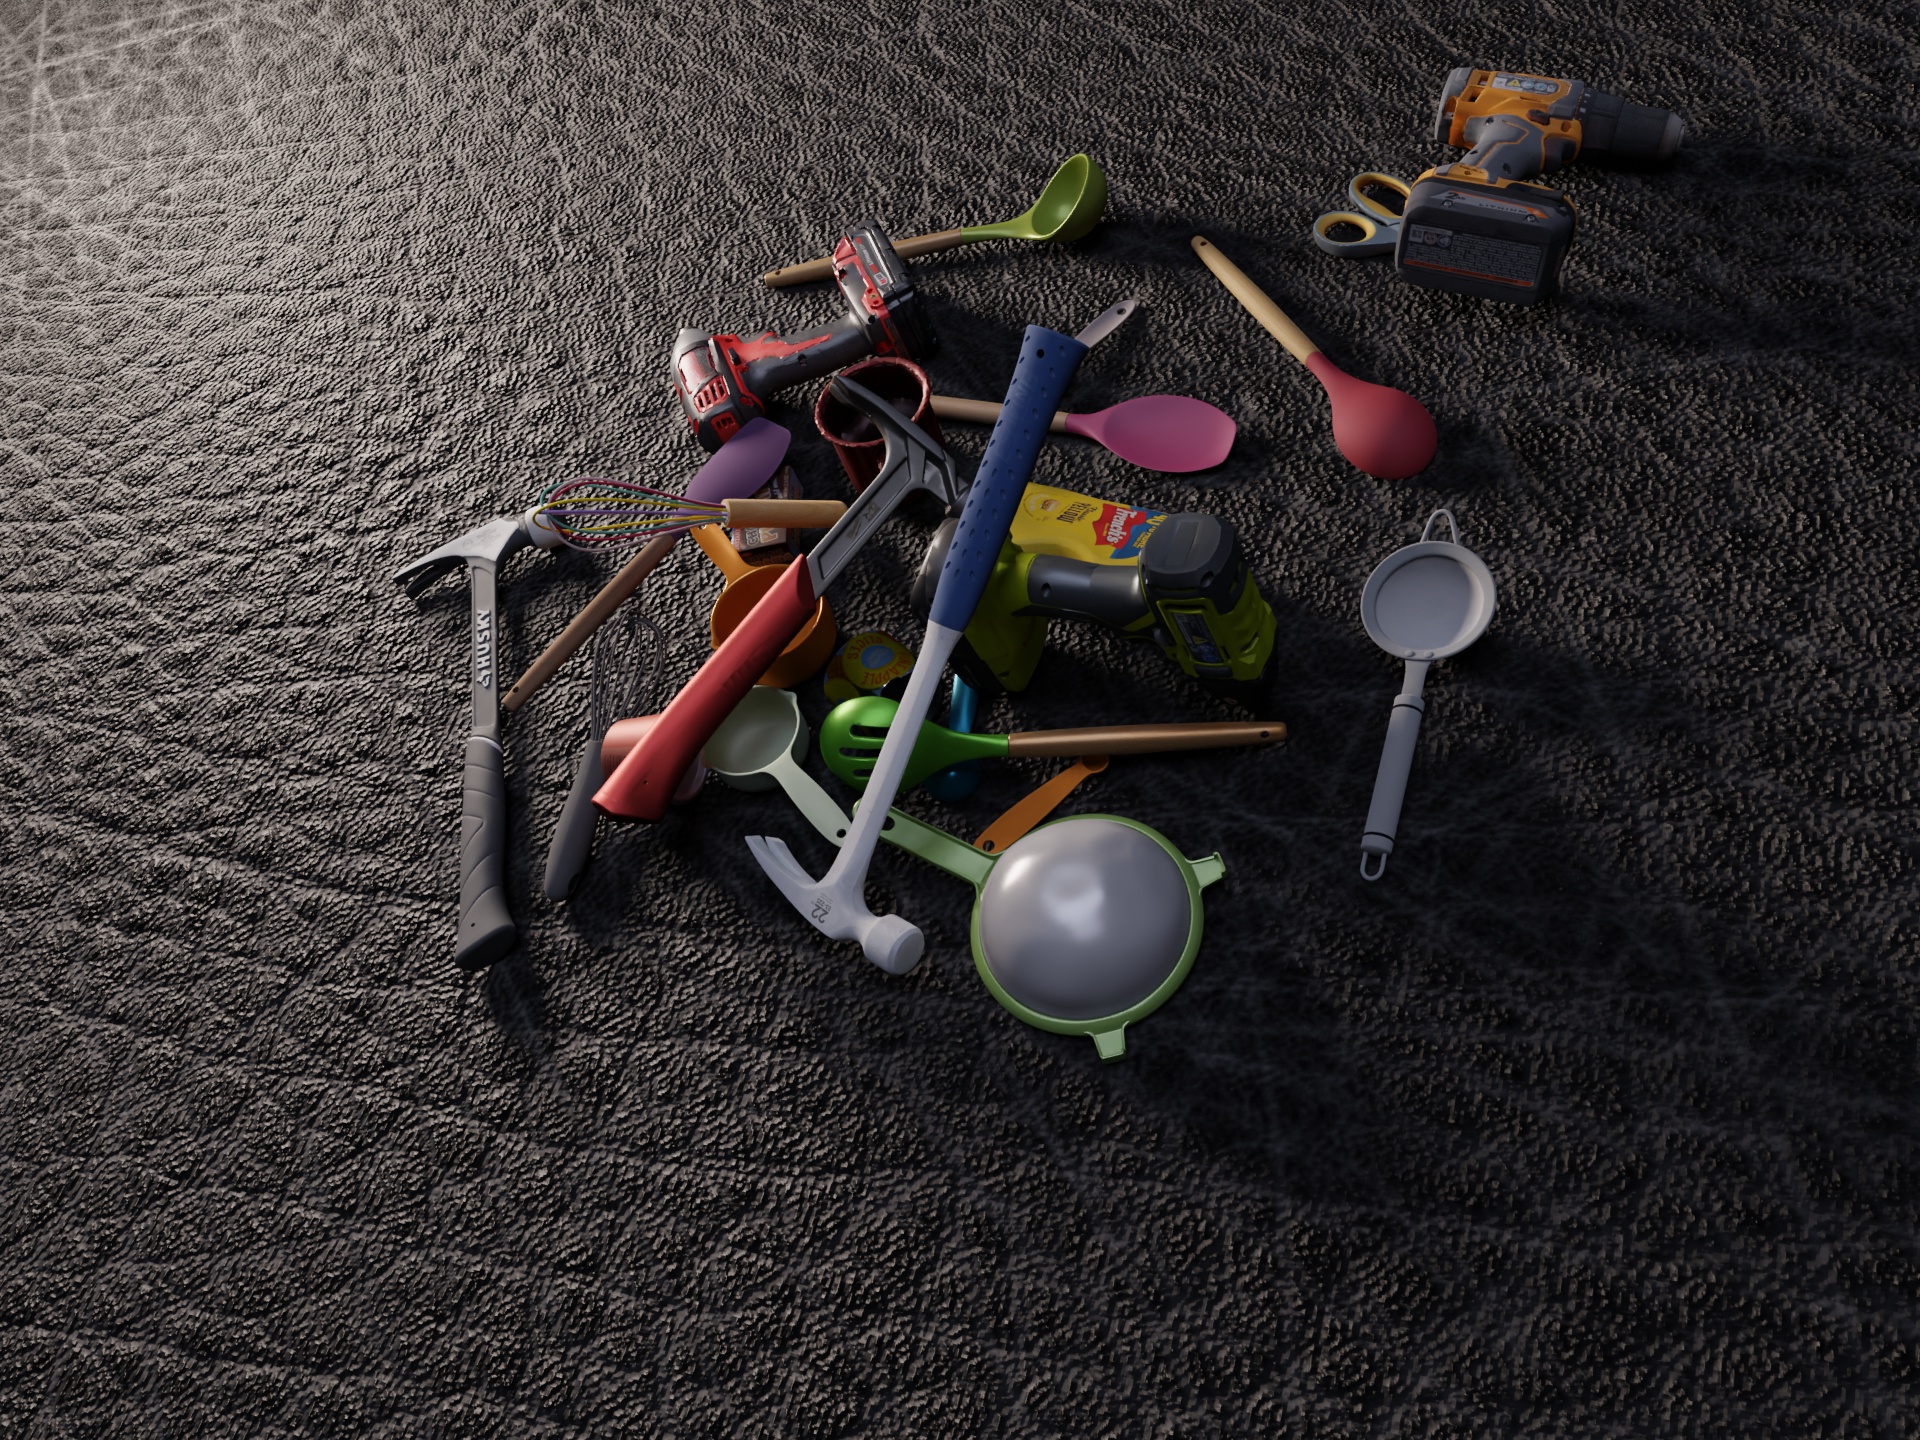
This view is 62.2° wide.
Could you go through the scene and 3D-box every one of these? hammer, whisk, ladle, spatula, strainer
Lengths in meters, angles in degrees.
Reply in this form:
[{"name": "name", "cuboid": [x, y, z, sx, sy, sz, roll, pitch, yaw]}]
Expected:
[{"name": "hammer", "cuboid": [-0.018, -0.052, 1.008, 0.144, 0.035, 0.405, 27, 99, 33]}, {"name": "whisk", "cuboid": [-0.199, -0.155, 1.190, 0.245, 0.047, 0.051, -4, 44, -30]}, {"name": "ladle", "cuboid": [0.260, -0.292, 1.227, 0.069, 0.031, 0.316, -29, 52, -2]}, {"name": "ladle", "cuboid": [-0.027, -0.426, 1.389, 0.320, 0.062, 0.078, -8, 56, 16]}, {"name": "spatula", "cuboid": [-0.243, -0.124, 1.241, 0.060, 0.018, 0.316, 30, 70, 29]}, {"name": "strainer", "cuboid": [0.289, -0.015, 1.025, 0.087, 0.050, 0.259, 7, 66, 28]}, {"name": "hammer", "cuboid": [-0.371, 0.005, 1.225, 0.149, 0.036, 0.409, -17, 54, 8]}, {"name": "strainer", "cuboid": [0.029, 0.095, 1.010, 0.256, 0.069, 0.151, 24, 70, 26]}, {"name": "hammer", "cuboid": [-0.137, -0.076, 1.121, 0.149, 0.036, 0.359, 40, 73, -3]}, {"name": "whisk", "cuboid": [-0.266, 0.023, 1.176, 0.055, 0.055, 0.239, 2, 63, 19]}]

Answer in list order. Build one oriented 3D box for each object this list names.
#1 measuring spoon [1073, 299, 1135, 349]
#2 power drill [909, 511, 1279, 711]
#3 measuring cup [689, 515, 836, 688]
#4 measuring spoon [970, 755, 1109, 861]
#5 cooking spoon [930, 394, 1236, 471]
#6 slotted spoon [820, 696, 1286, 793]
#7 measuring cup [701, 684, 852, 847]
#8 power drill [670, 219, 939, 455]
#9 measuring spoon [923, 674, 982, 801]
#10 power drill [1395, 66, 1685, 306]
[{"name": "measuring spoon", "cuboid": [0.102, -0.302, 1.293, 0.034, 0.018, 0.124, 34, 66, 29]}, {"name": "power drill", "cuboid": [0.095, -0.066, 1.053, 0.223, 0.171, 0.080, 6, 60, 31]}, {"name": "measuring cup", "cuboid": [-0.158, -0.093, 1.210, 0.095, 0.052, 0.174, -34, 54, -7]}, {"name": "measuring spoon", "cuboid": [0.053, 0.058, 1.071, 0.117, 0.011, 0.021, -39, 63, -5]}, {"name": "cooking spoon", "cuboid": [0.062, -0.238, 1.257, 0.319, 0.017, 0.069, 13, 69, 24]}, {"name": "slotted spoon", "cuboid": [0.058, 0.014, 1.061, 0.314, 0.070, 0.031, -2, 15, 6]}, {"name": "measuring cup", "cuboid": [-0.118, 0.042, 1.119, 0.083, 0.038, 0.168, -39, 57, -10]}, {"name": "power drill", "cuboid": [-0.142, -0.324, 1.347, 0.219, 0.078, 0.143, -28, 53, 2]}, {"name": "measuring spoon", "cuboid": [-0.002, -0.004, 1.119, 0.042, 0.021, 0.129, -1, 59, 17]}, {"name": "power drill", "cuboid": [0.440, -0.412, 1.210, 0.185, 0.084, 0.226, 17, 54, 17]}]
